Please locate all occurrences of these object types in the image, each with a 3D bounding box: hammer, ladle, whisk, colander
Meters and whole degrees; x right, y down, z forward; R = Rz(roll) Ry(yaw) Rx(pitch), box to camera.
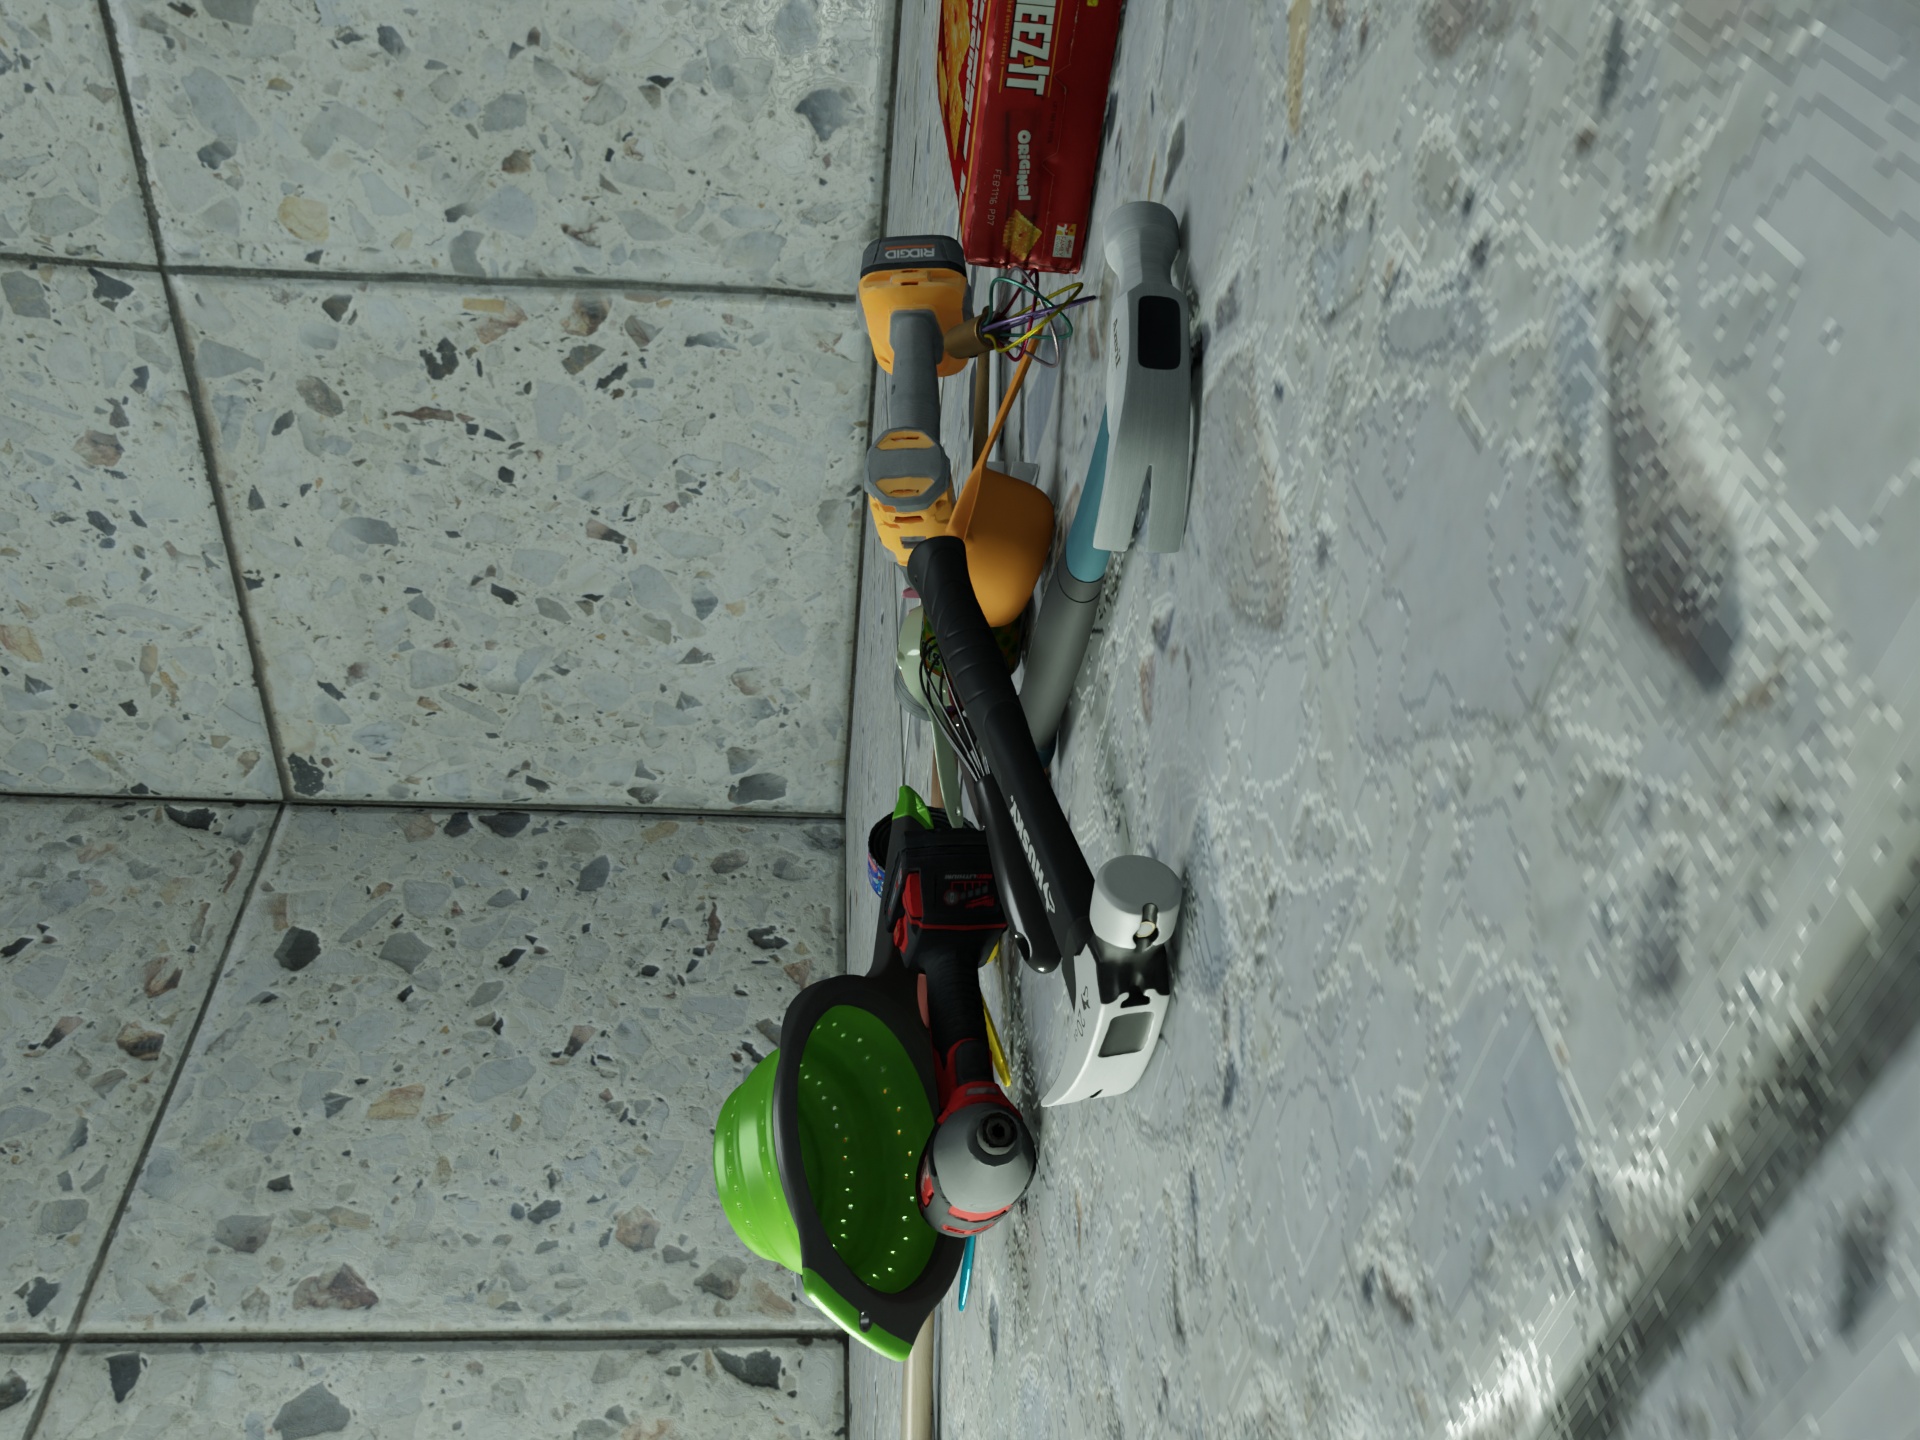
[{"bbox_3d":[0.026,-0.313,1.070,0.144,0.035,0.406,121,151,-78],"label":"hammer"},{"bbox_3d":[0.016,-0.161,1.152,0.069,0.031,0.316,54,-143,-68],"label":"ladle"},{"bbox_3d":[0.024,0.021,0.732,0.335,0.035,0.146,-111,20,-48],"label":"hammer"},{"bbox_3d":[0.021,0.035,0.892,0.055,0.055,0.239,100,160,-52],"label":"whisk"},{"bbox_3d":[0.055,-0.069,0.731,0.330,0.033,0.128,103,169,-60],"label":"hammer"},{"bbox_3d":[-0.032,0.495,1.339,0.146,0.038,0.411,128,144,-77],"label":"hammer"},{"bbox_3d":[0.019,-0.219,0.889,0.245,0.051,0.047,-142,72,-75],"label":"whisk"},{"bbox_3d":[-0.077,0.206,1.022,0.204,0.094,0.397,51,-150,-36],"label":"colander"}]

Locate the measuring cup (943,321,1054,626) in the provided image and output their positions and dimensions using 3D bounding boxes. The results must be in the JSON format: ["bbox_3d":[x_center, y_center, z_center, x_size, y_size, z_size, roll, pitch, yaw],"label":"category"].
[{"bbox_3d":[0.034,-0.136,0.909,0.095,0.052,0.173,-125,56,-78],"label":"measuring cup"}]

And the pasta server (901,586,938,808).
[{"bbox_3d":[-0.019,0.008,1.369,0.040,0.060,0.316,-29,-50,-48],"label":"pasta server"}]

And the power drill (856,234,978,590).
[{"bbox_3d":[-0.029,-0.216,1.177,0.185,0.084,0.226,75,-166,-69],"label":"power drill"}]

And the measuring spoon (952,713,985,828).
[{"bbox_3d":[0.012,0.039,1.205,0.124,0.018,0.034,-107,19,-51],"label":"measuring spoon"}]

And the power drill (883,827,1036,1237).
[{"bbox_3d":[0.003,0.181,0.938,0.143,0.078,0.220,107,161,-60],"label":"power drill"}]

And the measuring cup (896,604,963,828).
[{"bbox_3d":[-0.002,-0.004,1.157,0.083,0.038,0.167,-8,-90,-57],"label":"measuring cup"}]

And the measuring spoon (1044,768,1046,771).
[{"bbox_3d":[0.046,0.048,0.898,0.021,0.011,0.117,163,113,-68],"label":"measuring spoon"}]

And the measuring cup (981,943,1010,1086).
[{"bbox_3d":[0.021,0.174,1.051,0.157,0.029,0.062,-110,20,-43],"label":"measuring cup"}]

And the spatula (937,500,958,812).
[{"bbox_3d":[-0.008,-0.028,1.305,0.060,0.018,0.315,22,121,37],"label":"spatula"}]

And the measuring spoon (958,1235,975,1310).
[{"bbox_3d":[-0.002,0.375,1.149,0.042,0.021,0.128,-102,17,-67],"label":"measuring spoon"}]

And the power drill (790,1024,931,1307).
[{"bbox_3d":[-0.064,0.311,1.149,0.226,0.084,0.164,-57,43,43],"label":"power drill"}]
